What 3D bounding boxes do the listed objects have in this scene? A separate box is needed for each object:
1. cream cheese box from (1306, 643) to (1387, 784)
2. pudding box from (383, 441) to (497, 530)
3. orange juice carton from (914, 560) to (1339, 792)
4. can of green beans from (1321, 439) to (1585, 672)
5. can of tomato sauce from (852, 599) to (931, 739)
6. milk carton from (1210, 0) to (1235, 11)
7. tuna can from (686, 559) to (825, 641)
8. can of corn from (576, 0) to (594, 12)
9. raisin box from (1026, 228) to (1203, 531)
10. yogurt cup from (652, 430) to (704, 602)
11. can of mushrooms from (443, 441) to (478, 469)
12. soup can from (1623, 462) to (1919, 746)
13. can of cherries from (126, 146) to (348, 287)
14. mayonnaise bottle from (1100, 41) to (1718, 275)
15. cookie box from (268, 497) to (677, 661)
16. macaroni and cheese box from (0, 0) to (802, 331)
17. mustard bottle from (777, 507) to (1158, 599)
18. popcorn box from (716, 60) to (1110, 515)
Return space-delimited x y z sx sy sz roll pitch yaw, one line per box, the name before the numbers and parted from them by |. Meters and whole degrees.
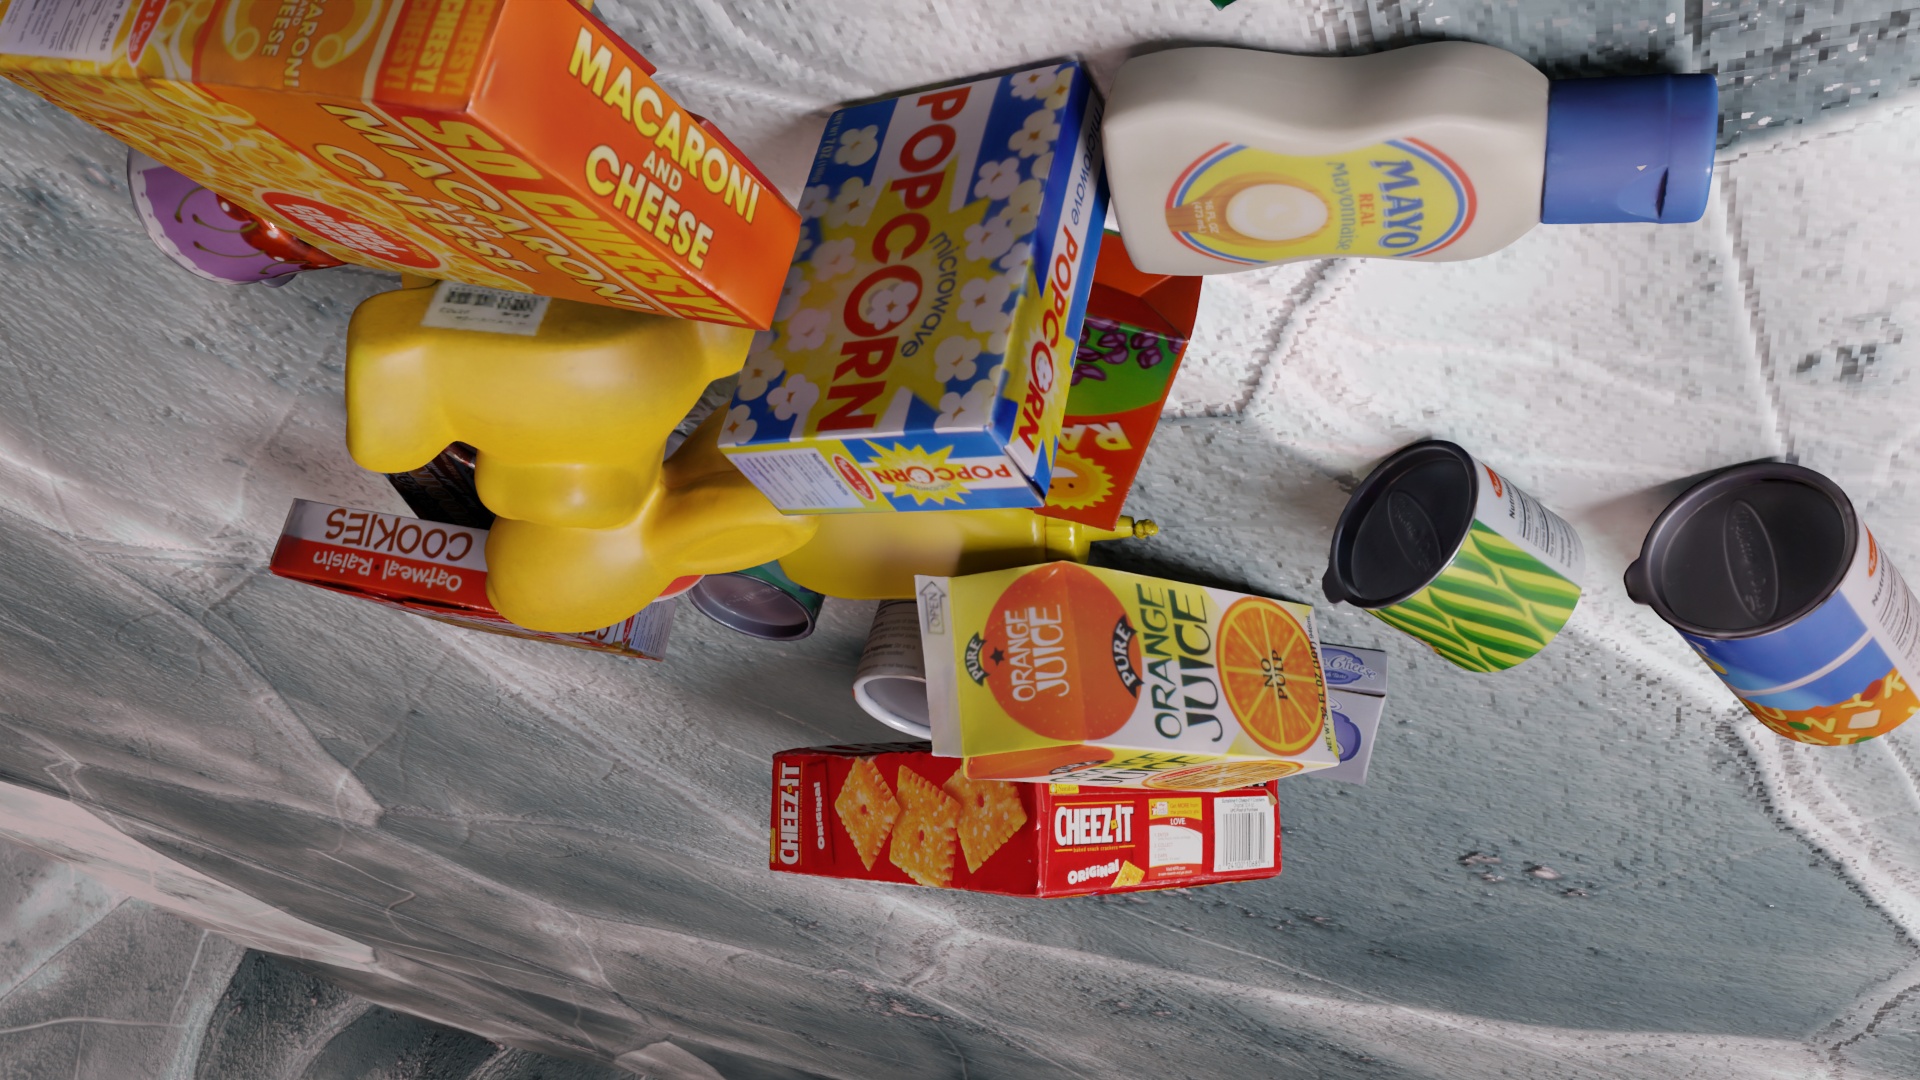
cream cheese box | 0.173 0.084 0.668 0.053 0.024 0.103 7 149 14
pudding box | -0.247 -0.034 0.671 0.050 0.030 0.083 10 149 12
orange juice carton | 0.062 0.059 0.567 0.193 0.072 0.072 11 155 -37
can of green beans | 0.176 0.006 0.494 0.058 0.071 0.071 29 148 -22
can of tomato sauce | -0.004 0.040 0.623 0.071 0.083 0.071 12 150 8
milk carton | 0.019 -0.192 0.231 0.190 0.073 0.073 36 145 -30
tuna can | -0.101 0.019 0.684 0.071 0.033 0.070 12 150 7
can of corn | -0.129 -0.158 0.364 0.058 0.071 0.071 21 150 -9
raisin box | 0.029 -0.057 0.488 0.086 0.040 0.122 14 151 1
yogurt cup | -0.140 -0.014 0.619 0.072 0.073 0.053 20 142 -6
can of mushrooms | -0.201 -0.057 0.606 0.071 0.033 0.070 13 151 7
soup can | 0.279 0.024 0.472 0.083 0.072 0.071 36 145 -31
can of cherries | -0.235 -0.123 0.479 0.058 0.072 0.071 -3 145 27
mayonnaise bottle | 0.115 -0.101 0.368 0.148 0.041 0.064 4 146 22
cookie box | -0.236 0.025 0.699 0.123 0.040 0.167 8 170 15
macaroni and cheese box | -0.143 -0.105 0.366 0.166 0.040 0.123 12 172 25
mustard bottle | 0.002 -0.007 0.569 0.160 0.049 0.065 3 128 16
popcorn box | -0.009 -0.071 0.393 0.085 0.127 0.038 -1 150 28
